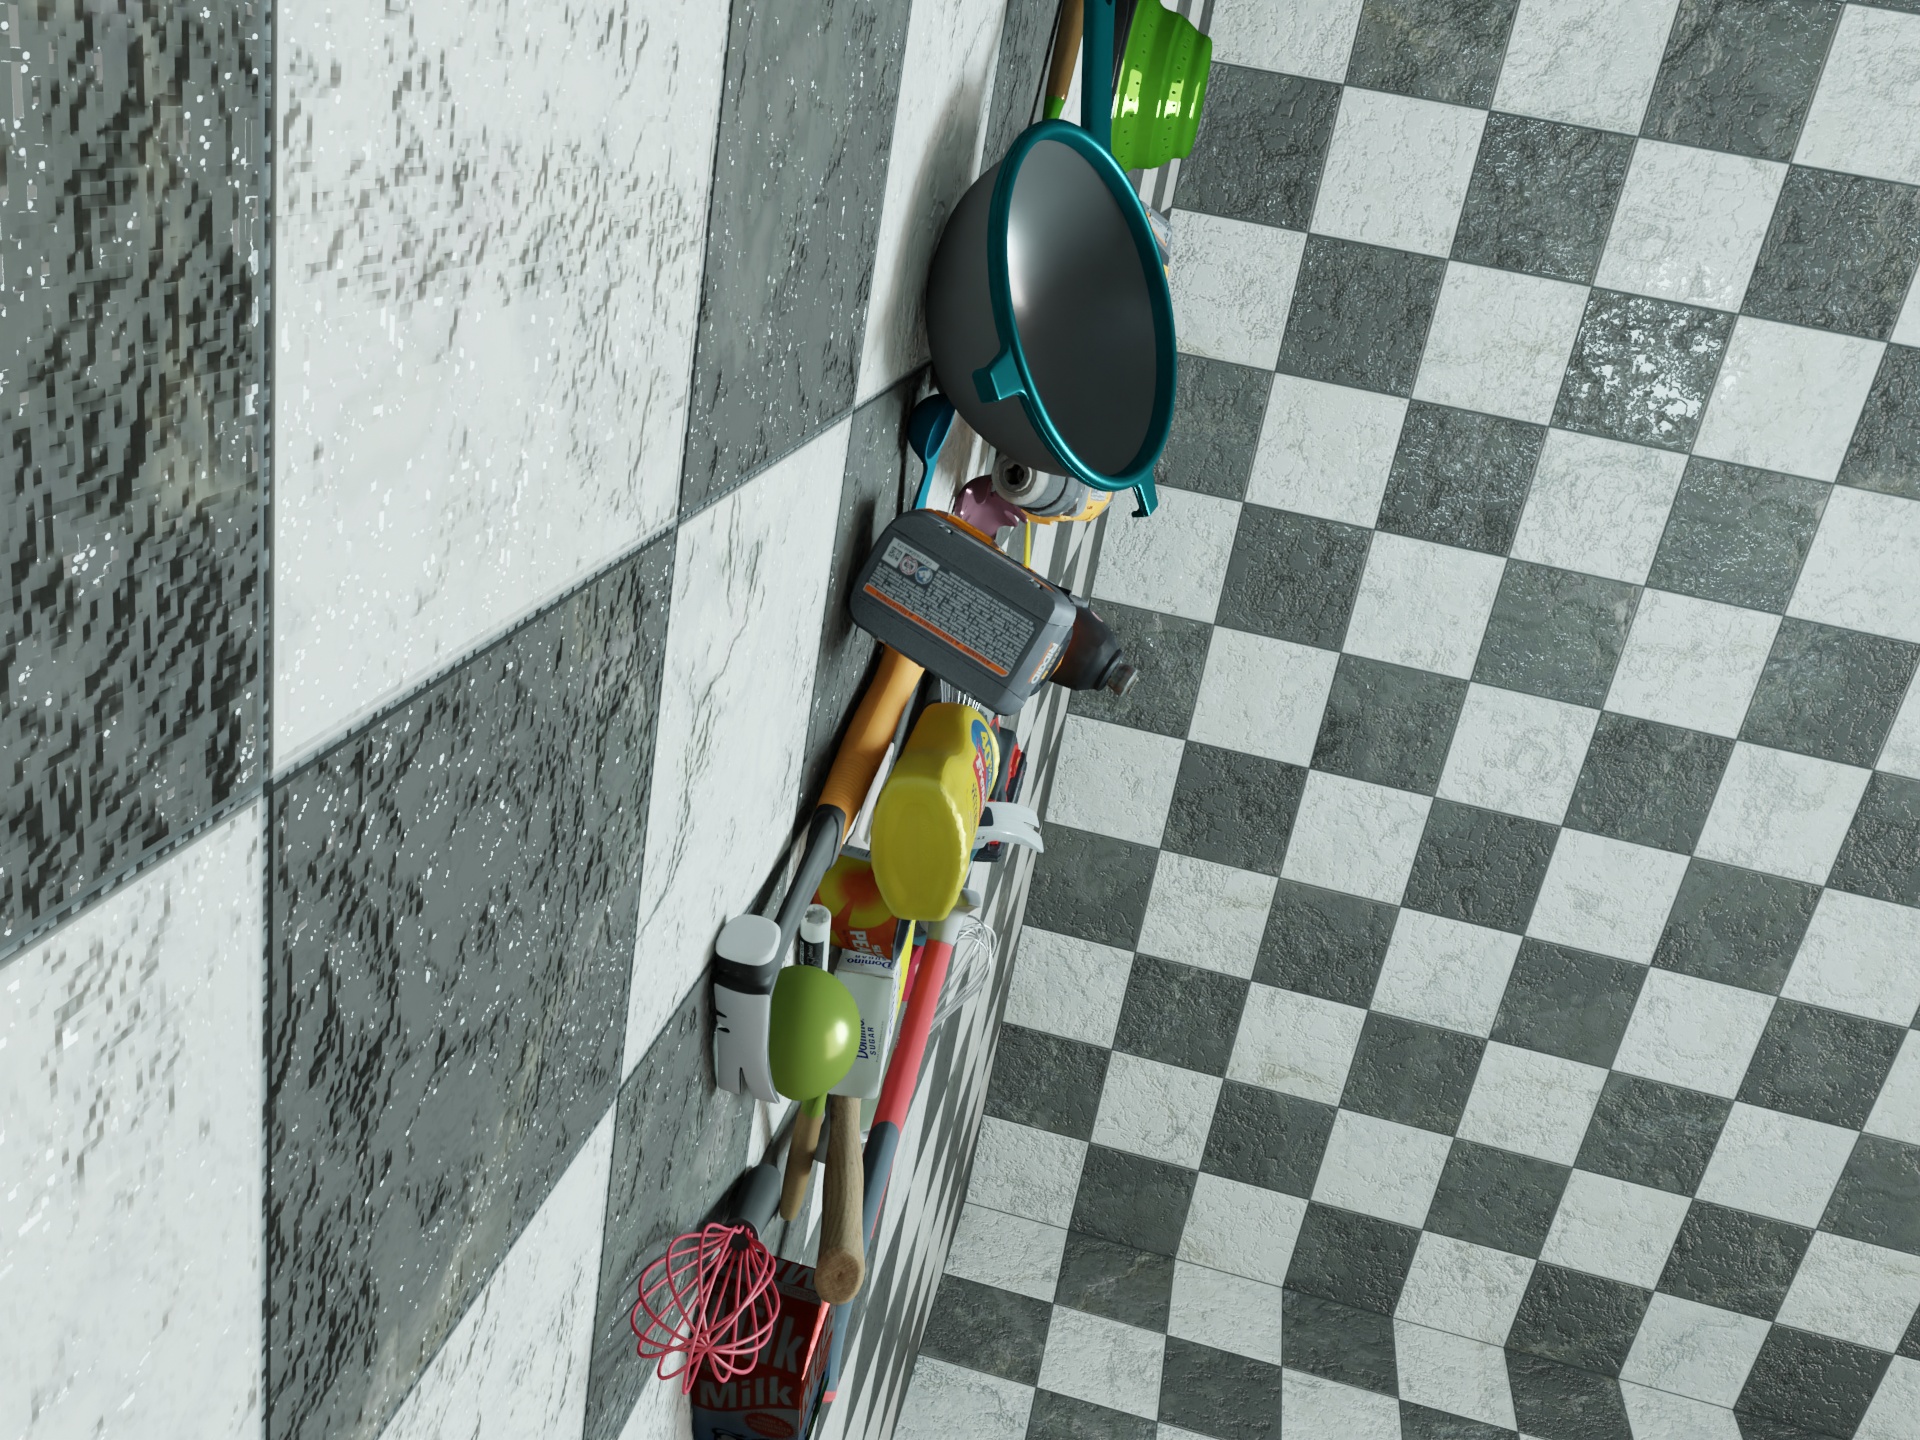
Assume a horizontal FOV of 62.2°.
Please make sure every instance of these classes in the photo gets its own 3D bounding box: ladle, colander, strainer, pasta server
[{"bbox_3d":[-0.065,0.260,1.393,0.315,0.031,0.069,-49,155,-72],"label":"ladle"},{"bbox_3d":[-0.109,0.255,1.019,0.320,0.062,0.078,105,1,-52],"label":"ladle"},{"bbox_3d":[0.164,-0.537,1.458,0.204,0.094,0.397,94,11,-51],"label":"colander"},{"bbox_3d":[0.045,-0.295,0.952,0.210,0.095,0.340,24,65,-53],"label":"strainer"},{"bbox_3d":[0.020,-0.122,1.315,0.316,0.060,0.040,94,-11,-69],"label":"pasta server"}]

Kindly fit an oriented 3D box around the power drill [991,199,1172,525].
[{"bbox_3d":[0.078,-0.249,1.116,0.185,0.084,0.226,-21,123,-69],"label":"power drill"}]

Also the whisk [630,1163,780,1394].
[{"bbox_3d":[-0.124,0.289,0.866,0.296,0.073,0.073,95,8,-88],"label":"whisk"}]

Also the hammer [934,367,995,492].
[{"bbox_3d":[0.028,-0.240,1.177,0.409,0.036,0.149,-25,126,-81],"label":"hammer"}]

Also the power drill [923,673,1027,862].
[{"bbox_3d":[0.002,0.032,1.317,0.226,0.080,0.188,88,16,-55],"label":"power drill"}]

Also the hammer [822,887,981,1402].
[{"bbox_3d":[-0.056,0.310,1.186,0.143,0.038,0.386,123,-16,-78],"label":"hammer"}]

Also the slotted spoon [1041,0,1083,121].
[{"bbox_3d":[0.073,-0.471,1.145,0.070,0.031,0.314,38,63,-77],"label":"slotted spoon"}]

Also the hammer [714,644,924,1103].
[{"bbox_3d":[-0.072,0.058,0.927,0.337,0.034,0.127,-69,169,-49],"label":"hammer"}]

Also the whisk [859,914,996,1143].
[{"bbox_3d":[-0.038,0.265,1.343,0.057,0.059,0.246,8,120,-44],"label":"whisk"}]

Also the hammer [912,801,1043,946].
[{"bbox_3d":[-0.013,0.134,1.329,0.330,0.128,0.033,107,-24,-67],"label":"hammer"}]

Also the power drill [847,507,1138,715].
[{"bbox_3d":[0.030,-0.061,0.979,0.084,0.164,0.226,-59,172,9],"label":"power drill"}]

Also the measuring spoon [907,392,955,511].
[{"bbox_3d":[-0.031,-0.147,0.976,0.042,0.021,0.128,-56,169,-47],"label":"measuring spoon"}]

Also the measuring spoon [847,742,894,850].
[{"bbox_3d":[-0.059,0.064,1.107,0.034,0.018,0.124,95,10,-50],"label":"measuring spoon"}]

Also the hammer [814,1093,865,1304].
[{"bbox_3d":[-0.077,0.290,1.059,0.331,0.031,0.130,-116,-141,-82],"label":"hammer"}]

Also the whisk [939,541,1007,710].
[{"bbox_3d":[-0.001,-0.003,1.173,0.070,0.070,0.285,79,19,-73],"label":"whisk"}]

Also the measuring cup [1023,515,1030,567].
[{"bbox_3d":[0.067,-0.163,1.267,0.062,0.029,0.156,76,18,-77],"label":"measuring cup"}]
